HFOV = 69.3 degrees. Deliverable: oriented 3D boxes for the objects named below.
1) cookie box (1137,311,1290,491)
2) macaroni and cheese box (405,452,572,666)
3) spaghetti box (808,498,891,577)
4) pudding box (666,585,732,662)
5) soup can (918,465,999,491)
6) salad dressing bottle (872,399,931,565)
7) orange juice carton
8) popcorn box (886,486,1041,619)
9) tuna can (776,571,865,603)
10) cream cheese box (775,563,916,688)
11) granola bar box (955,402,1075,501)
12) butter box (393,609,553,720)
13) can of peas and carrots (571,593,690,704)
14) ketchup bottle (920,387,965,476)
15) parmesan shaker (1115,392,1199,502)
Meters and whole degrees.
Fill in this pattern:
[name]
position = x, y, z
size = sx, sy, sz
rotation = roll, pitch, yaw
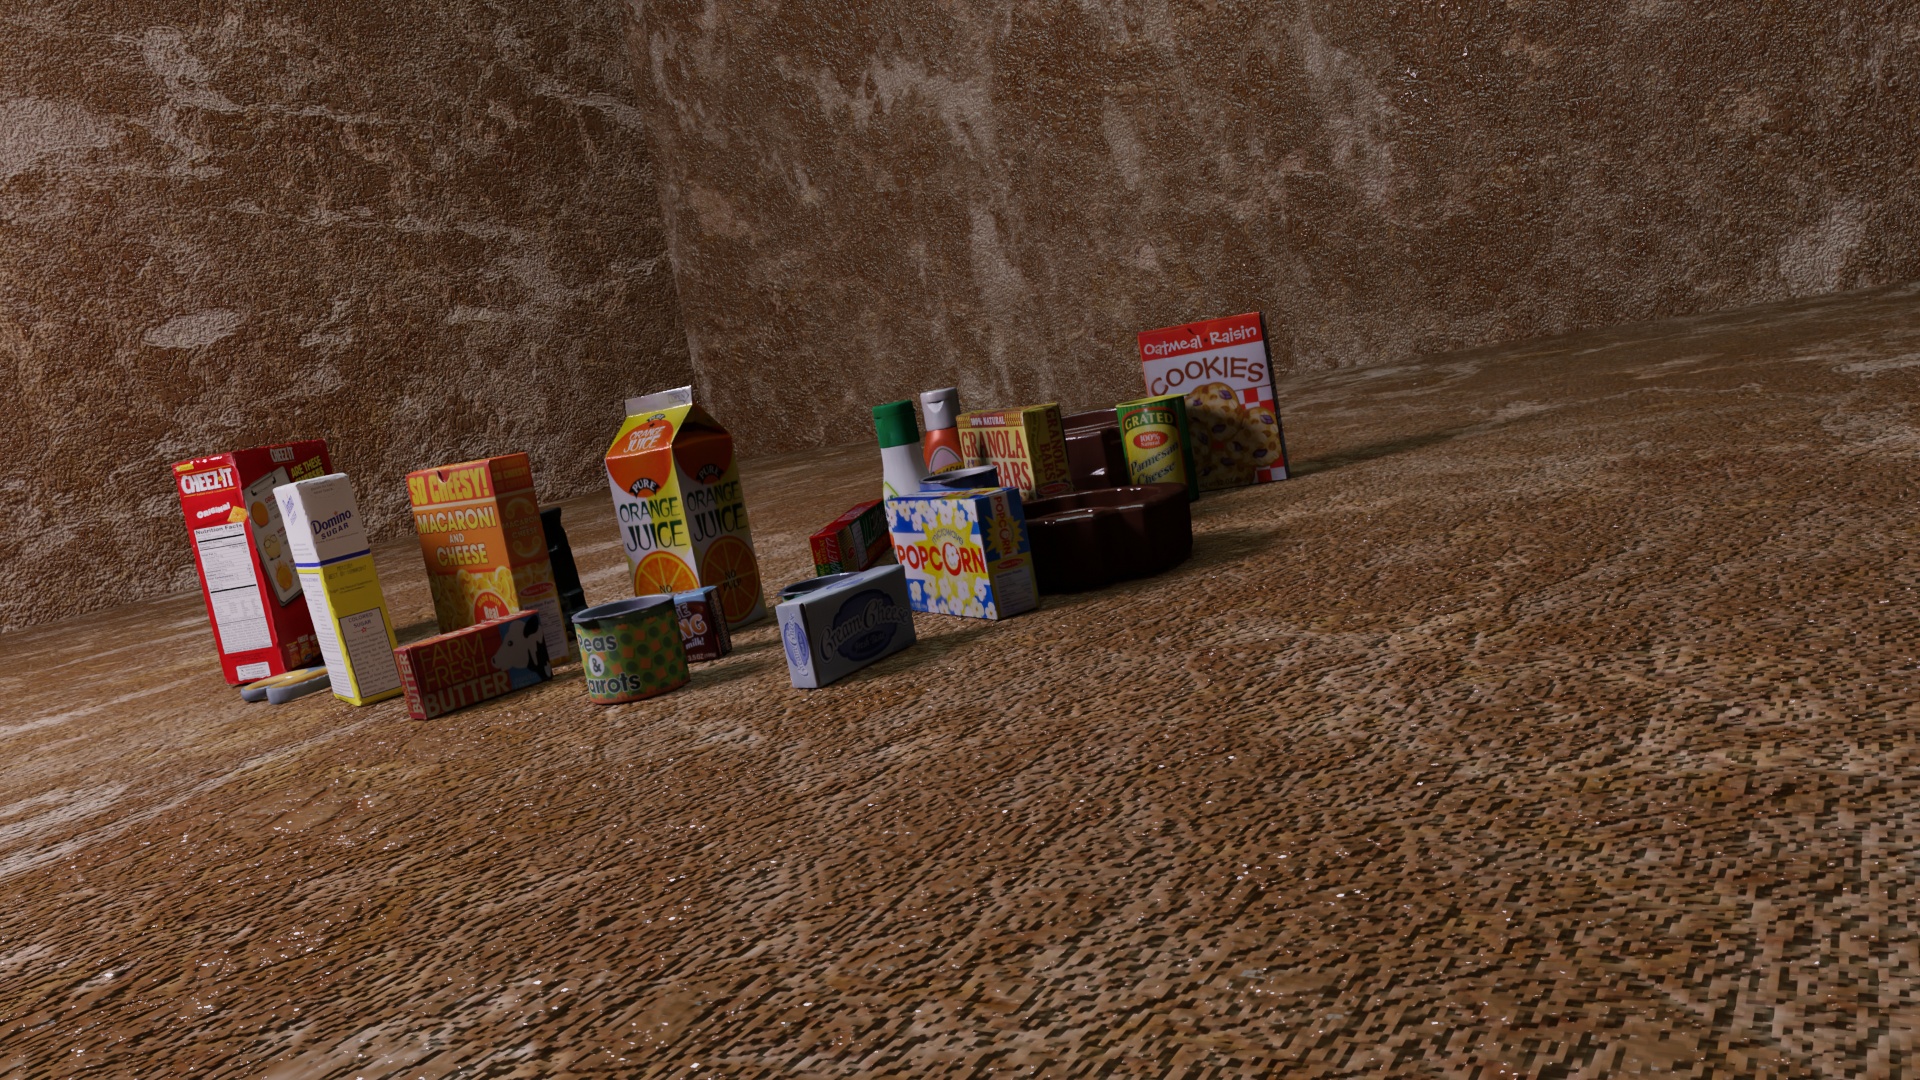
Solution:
[cookie box]
position = 0.252, -0.135, 1.382
size = 0.123, 0.167, 0.040
rotation = -8, 7, 19
[macaroni and cheese box]
position = -0.375, 0.020, 1.099
size = 0.123, 0.166, 0.040
rotation = -5, 9, 40
[spaghetti box]
position = -0.099, 0.000, 1.307
size = 0.029, 0.050, 0.250
rotation = -10, 7, 7
[pudding box]
position = -0.210, 0.063, 0.992
size = 0.084, 0.049, 0.030
rotation = -9, 7, 12
[soup can]
position = 0.004, -0.014, 1.143
size = 0.071, 0.083, 0.071
rotation = -10, 7, 1
[salad dressing bottle]
position = -0.047, -0.050, 1.236
size = 0.044, 0.147, 0.064
rotation = -14, 8, -25
[orange juice carton]
position = -0.219, -0.022, 1.093
size = 0.071, 0.192, 0.073
rotation = -6, 8, 32
[popcorn box]
position = 0.000, 0.008, 0.979
size = 0.038, 0.085, 0.126
rotation = -15, 8, -31
[tuna can]
position = -0.100, 0.047, 1.027
size = 0.071, 0.032, 0.071
rotation = -10, 7, 1
[cream cheese box]
position = -0.068, 0.052, 0.862
size = 0.024, 0.053, 0.104
rotation = -6, 9, 35
[granola bar box]
position = 0.051, -0.057, 1.245
size = 0.039, 0.124, 0.165
rotation = -13, 8, -19
[butter box]
position = -0.344, 0.087, 0.986
size = 0.024, 0.053, 0.104
rotation = -4, 10, 44
[can of peas and carrots]
position = -0.216, 0.071, 0.907
size = 0.071, 0.058, 0.071
rotation = -10, 7, 1
[ketchup bottle]
position = -0.008, -0.074, 1.360
size = 0.064, 0.148, 0.043
rotation = -8, 7, 17
[parmesan shaker]
position = 0.194, -0.086, 1.341
size = 0.071, 0.103, 0.071
rotation = -10, 7, 1
